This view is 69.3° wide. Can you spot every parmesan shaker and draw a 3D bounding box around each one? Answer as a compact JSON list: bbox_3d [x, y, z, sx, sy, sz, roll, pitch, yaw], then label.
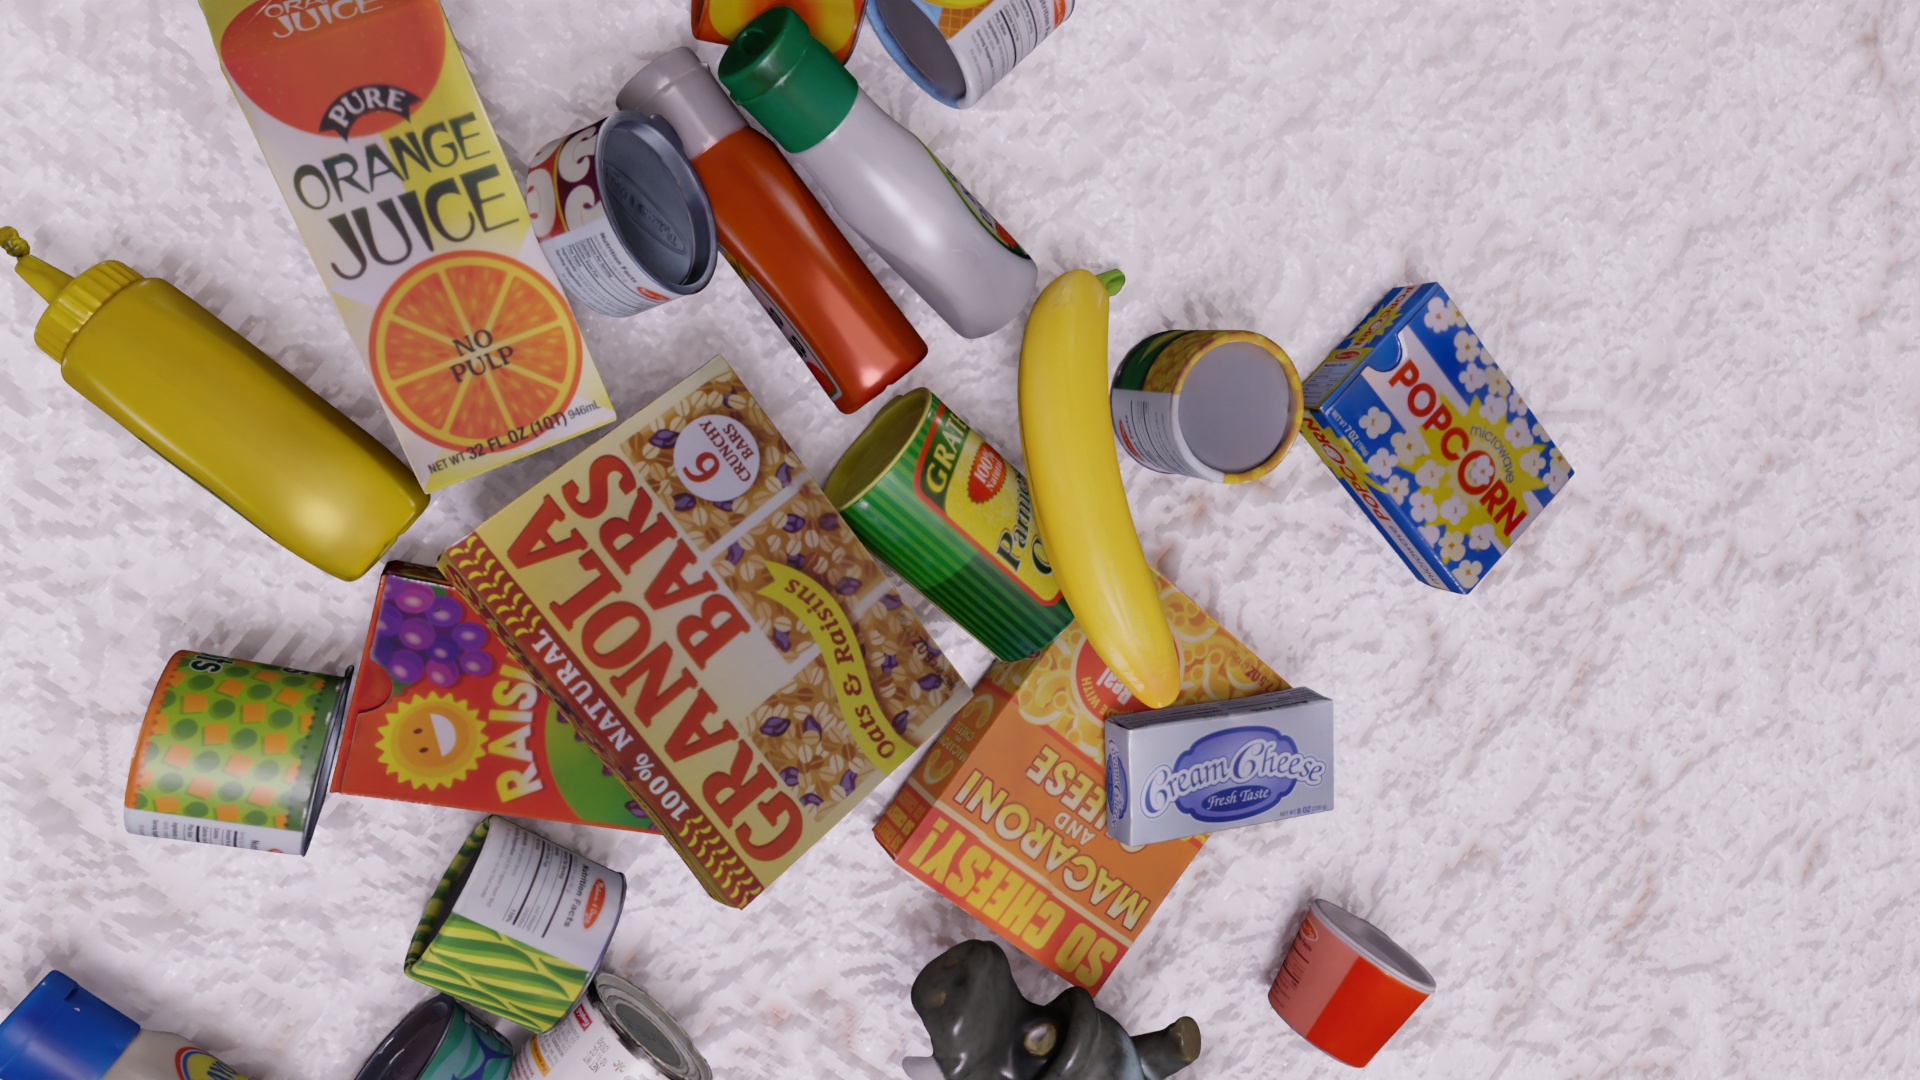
[{"bbox_3d":[0.002,-0.007,0.577,0.103,0.071,0.071,40,84,-20],"label":"parmesan shaker"}]

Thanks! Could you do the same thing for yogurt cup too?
[{"bbox_3d":[0.185,0.215,0.670,0.072,0.072,0.054,31,95,-20],"label":"yogurt cup"}]

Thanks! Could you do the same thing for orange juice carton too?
[{"bbox_3d":[-0.194,-0.120,0.489,0.072,0.073,0.192,-24,104,-14],"label":"orange juice carton"}]

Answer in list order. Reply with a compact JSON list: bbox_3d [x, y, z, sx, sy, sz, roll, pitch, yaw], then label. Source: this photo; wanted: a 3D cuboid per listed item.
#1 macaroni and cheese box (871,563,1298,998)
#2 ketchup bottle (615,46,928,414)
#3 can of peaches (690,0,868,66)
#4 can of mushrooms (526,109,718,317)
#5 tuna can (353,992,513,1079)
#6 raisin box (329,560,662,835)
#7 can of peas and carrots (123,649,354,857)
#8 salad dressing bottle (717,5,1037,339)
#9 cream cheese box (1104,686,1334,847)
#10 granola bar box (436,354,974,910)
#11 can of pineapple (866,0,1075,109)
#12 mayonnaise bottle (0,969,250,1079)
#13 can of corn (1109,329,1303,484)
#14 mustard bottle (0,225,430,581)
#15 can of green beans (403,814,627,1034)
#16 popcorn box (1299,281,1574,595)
[{"bbox_3d":[0.059,0.101,0.623,0.123,0.040,0.166,40,83,-20],"label":"macaroni and cheese box"},{"bbox_3d":[-0.072,-0.119,0.539,0.043,0.065,0.148,-37,98,0],"label":"ketchup bottle"},{"bbox_3d":[-0.069,-0.216,0.525,0.058,0.071,0.071,5,96,-20],"label":"can of peaches"},{"bbox_3d":[-0.118,-0.116,0.489,0.033,0.071,0.071,-15,106,24],"label":"can of mushrooms"},{"bbox_3d":[-0.205,0.210,0.533,0.071,0.071,0.033,-47,110,-8],"label":"tuna can"},{"bbox_3d":[-0.168,0.062,0.540,0.123,0.040,0.086,13,94,-20],"label":"raisin box"},{"bbox_3d":[-0.257,0.074,0.498,0.059,0.071,0.071,13,93,-20],"label":"can of peas and carrots"},{"bbox_3d":[-0.029,-0.138,0.534,0.044,0.064,0.147,-44,128,7],"label":"salad dressing bottle"},{"bbox_3d":[0.114,0.098,0.607,0.104,0.024,0.053,-6,98,-20],"label":"cream cheese box"},{"bbox_3d":[-0.092,0.034,0.522,0.125,0.039,0.165,-41,102,-23],"label":"granola bar box"},{"bbox_3d":[0.001,-0.215,0.549,0.058,0.071,0.071,-44,109,-8],"label":"can of pineapple"},{"bbox_3d":[-0.283,0.215,0.510,0.148,0.065,0.041,43,80,-15],"label":"mayonnaise bottle"},{"bbox_3d":[0.109,-0.061,0.609,0.071,0.058,0.071,-3,98,-19],"label":"can of corn"},{"bbox_3d":[-0.263,-0.050,0.482,0.160,0.065,0.049,40,82,-13],"label":"mustard bottle"},{"bbox_3d":[-0.171,0.147,0.536,0.058,0.071,0.071,32,87,-19],"label":"can of green beans"},{"bbox_3d":[0.224,-0.047,0.661,0.085,0.038,0.126,-46,109,-7],"label":"popcorn box"}]
